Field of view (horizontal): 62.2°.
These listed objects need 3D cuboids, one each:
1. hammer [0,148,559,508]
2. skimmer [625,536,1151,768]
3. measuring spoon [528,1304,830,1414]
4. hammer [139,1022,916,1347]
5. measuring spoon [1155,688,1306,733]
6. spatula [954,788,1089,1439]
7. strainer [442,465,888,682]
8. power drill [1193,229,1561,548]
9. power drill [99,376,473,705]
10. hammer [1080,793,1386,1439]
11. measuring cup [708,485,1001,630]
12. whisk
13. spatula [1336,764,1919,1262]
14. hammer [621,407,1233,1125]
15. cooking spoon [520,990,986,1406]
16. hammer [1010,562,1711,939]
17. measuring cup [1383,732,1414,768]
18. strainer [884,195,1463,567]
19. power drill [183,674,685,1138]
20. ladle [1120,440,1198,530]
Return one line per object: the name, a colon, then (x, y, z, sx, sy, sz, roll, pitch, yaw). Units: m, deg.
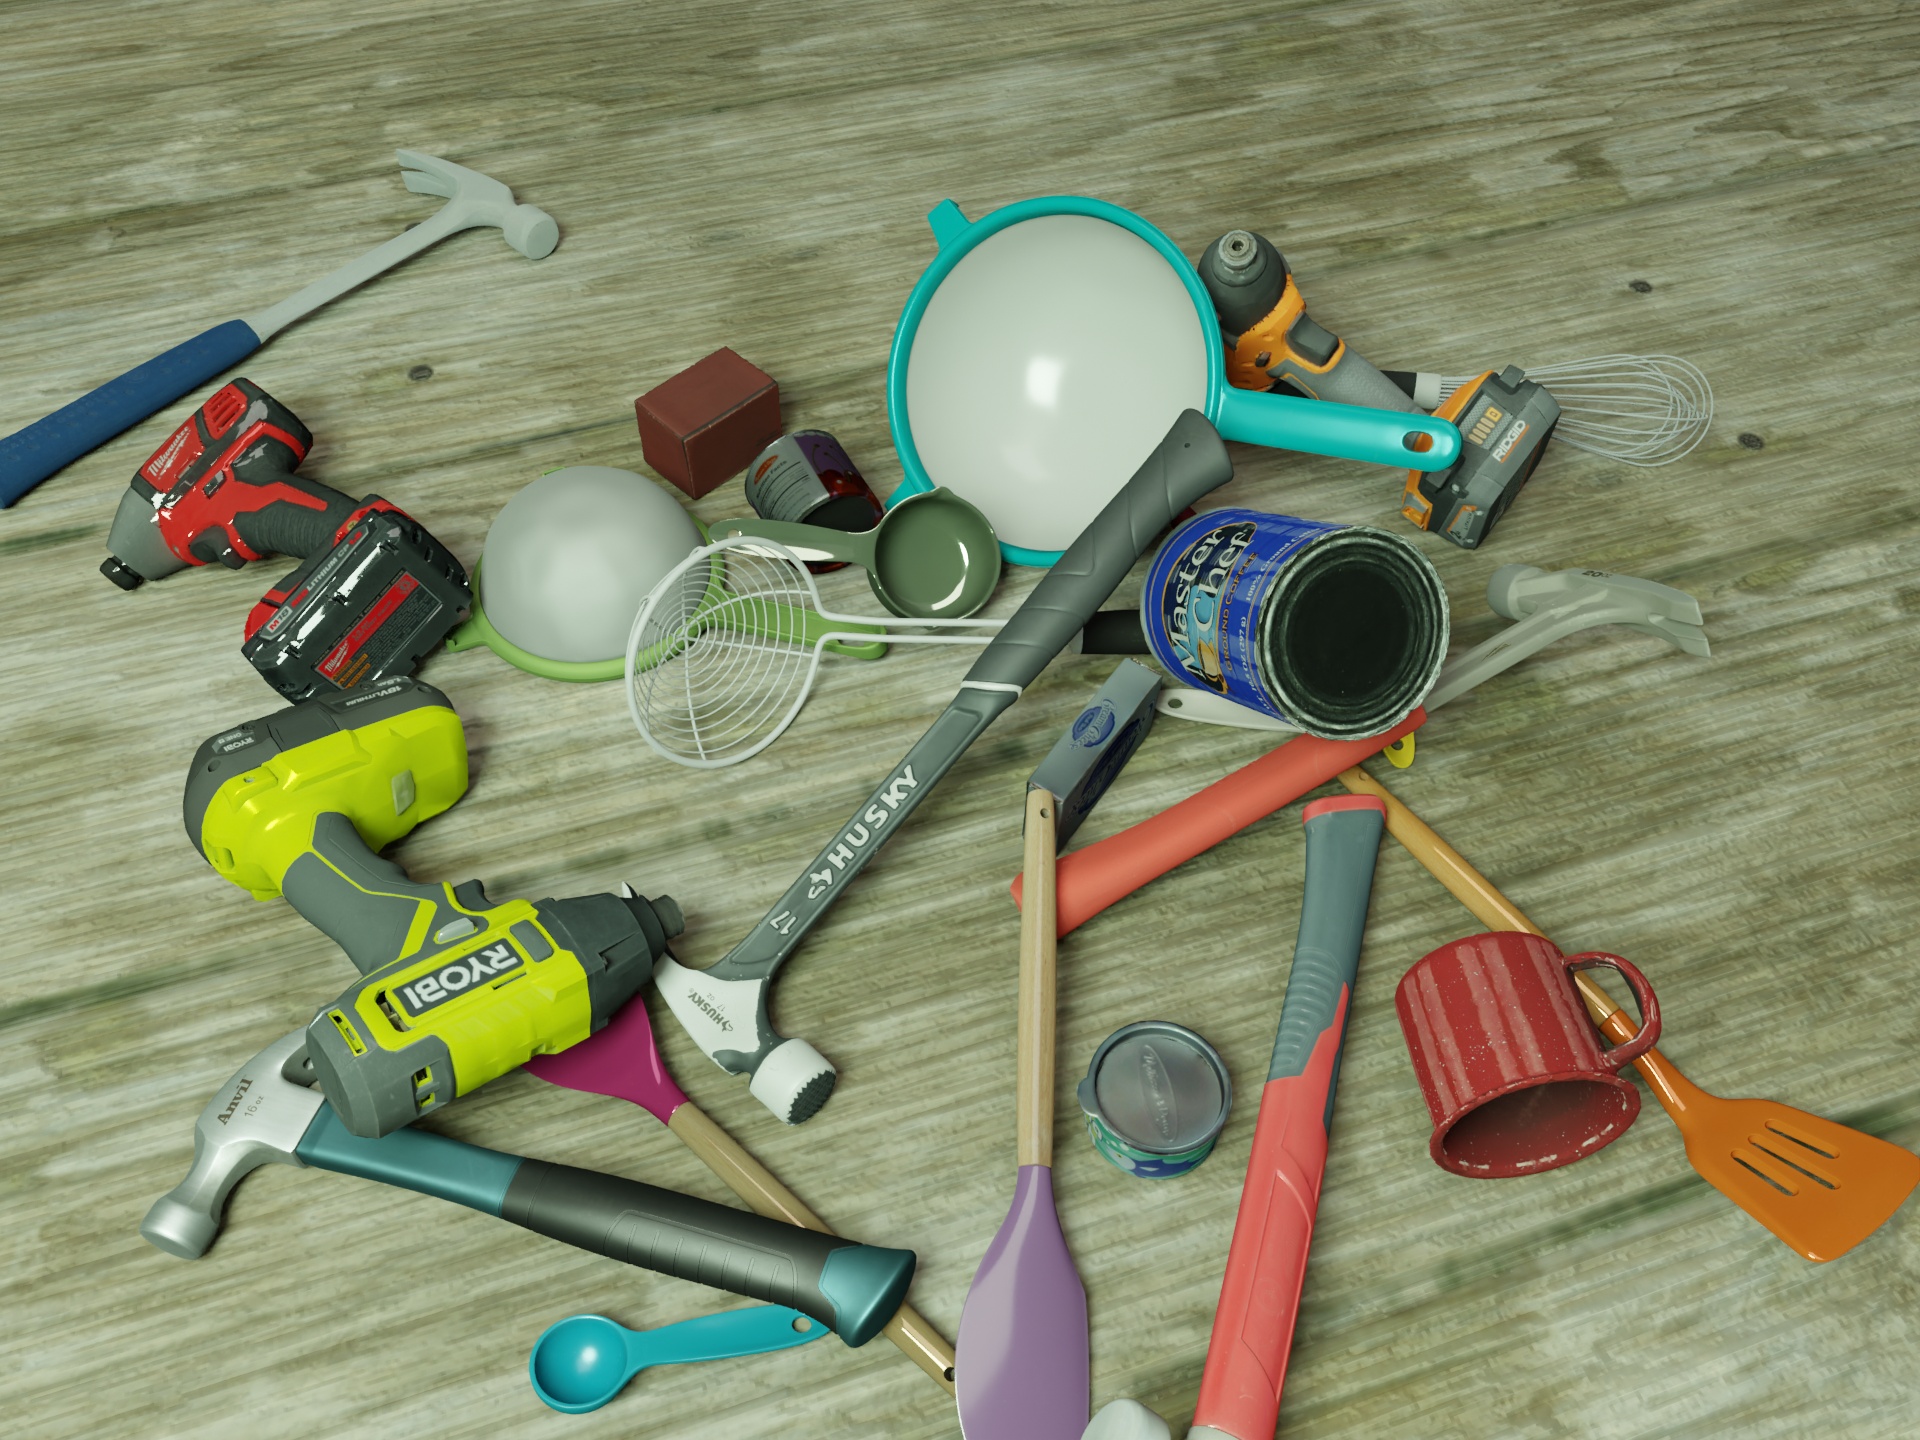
hammer: (-0.471, -0.268, 1.068, 0.144, 0.035, 0.405, 35, 60, 23)
skimmer: (0.007, -0.036, 0.855, 0.363, 0.127, 0.090, 0, 24, -6)
measuring spoon: (-0.117, 0.269, 0.676, 0.128, 0.021, 0.042, -4, 39, -15)
hammer: (-0.182, 0.210, 0.695, 0.331, 0.033, 0.128, 11, 53, 13)
measuring spoon: (0.167, 0.001, 0.888, 0.124, 0.018, 0.034, 10, 56, 15)
spatula: (0.032, 0.175, 0.714, 0.059, 0.018, 0.316, 11, 61, -14)
strainer: (-0.165, -0.087, 0.912, 0.256, 0.069, 0.152, 13, 53, 11)
power drill: (0.233, -0.205, 0.942, 0.226, 0.164, 0.084, 37, 90, 16)
power drill: (-0.395, -0.096, 0.905, 0.220, 0.078, 0.143, 34, 79, 29)
hammer: (0.161, 0.187, 0.711, 0.143, 0.038, 0.387, 37, 46, -14)
measuring cup: (-0.061, -0.096, 0.912, 0.167, 0.038, 0.083, 5, 87, -12)
whisk: (0.334, -0.209, 1.027, 0.284, 0.070, 0.070, 8, 53, 11)
spatula: (0.301, 0.123, 0.776, 0.081, 0.041, 0.323, -28, 57, -23)
hammer: (-0.001, -0.003, 0.798, 0.149, 0.036, 0.409, 35, 78, 28)
cooking spoon: (-0.111, 0.197, 0.726, 0.319, 0.017, 0.069, 36, 76, 24)
hammer: (0.191, 0.018, 0.807, 0.359, 0.036, 0.149, -28, 20, -9)
measuring cup: (0.233, -0.039, 0.916, 0.062, 0.029, 0.157, -5, 64, -5)
strainer: (0.125, -0.184, 0.929, 0.340, 0.211, 0.095, 14, 12, 23)
power drill: (-0.253, 0.077, 0.757, 0.171, 0.080, 0.223, -25, 50, -34)
ladle: (0.117, -0.160, 1.001, 0.069, 0.031, 0.316, -20, 54, -12)
